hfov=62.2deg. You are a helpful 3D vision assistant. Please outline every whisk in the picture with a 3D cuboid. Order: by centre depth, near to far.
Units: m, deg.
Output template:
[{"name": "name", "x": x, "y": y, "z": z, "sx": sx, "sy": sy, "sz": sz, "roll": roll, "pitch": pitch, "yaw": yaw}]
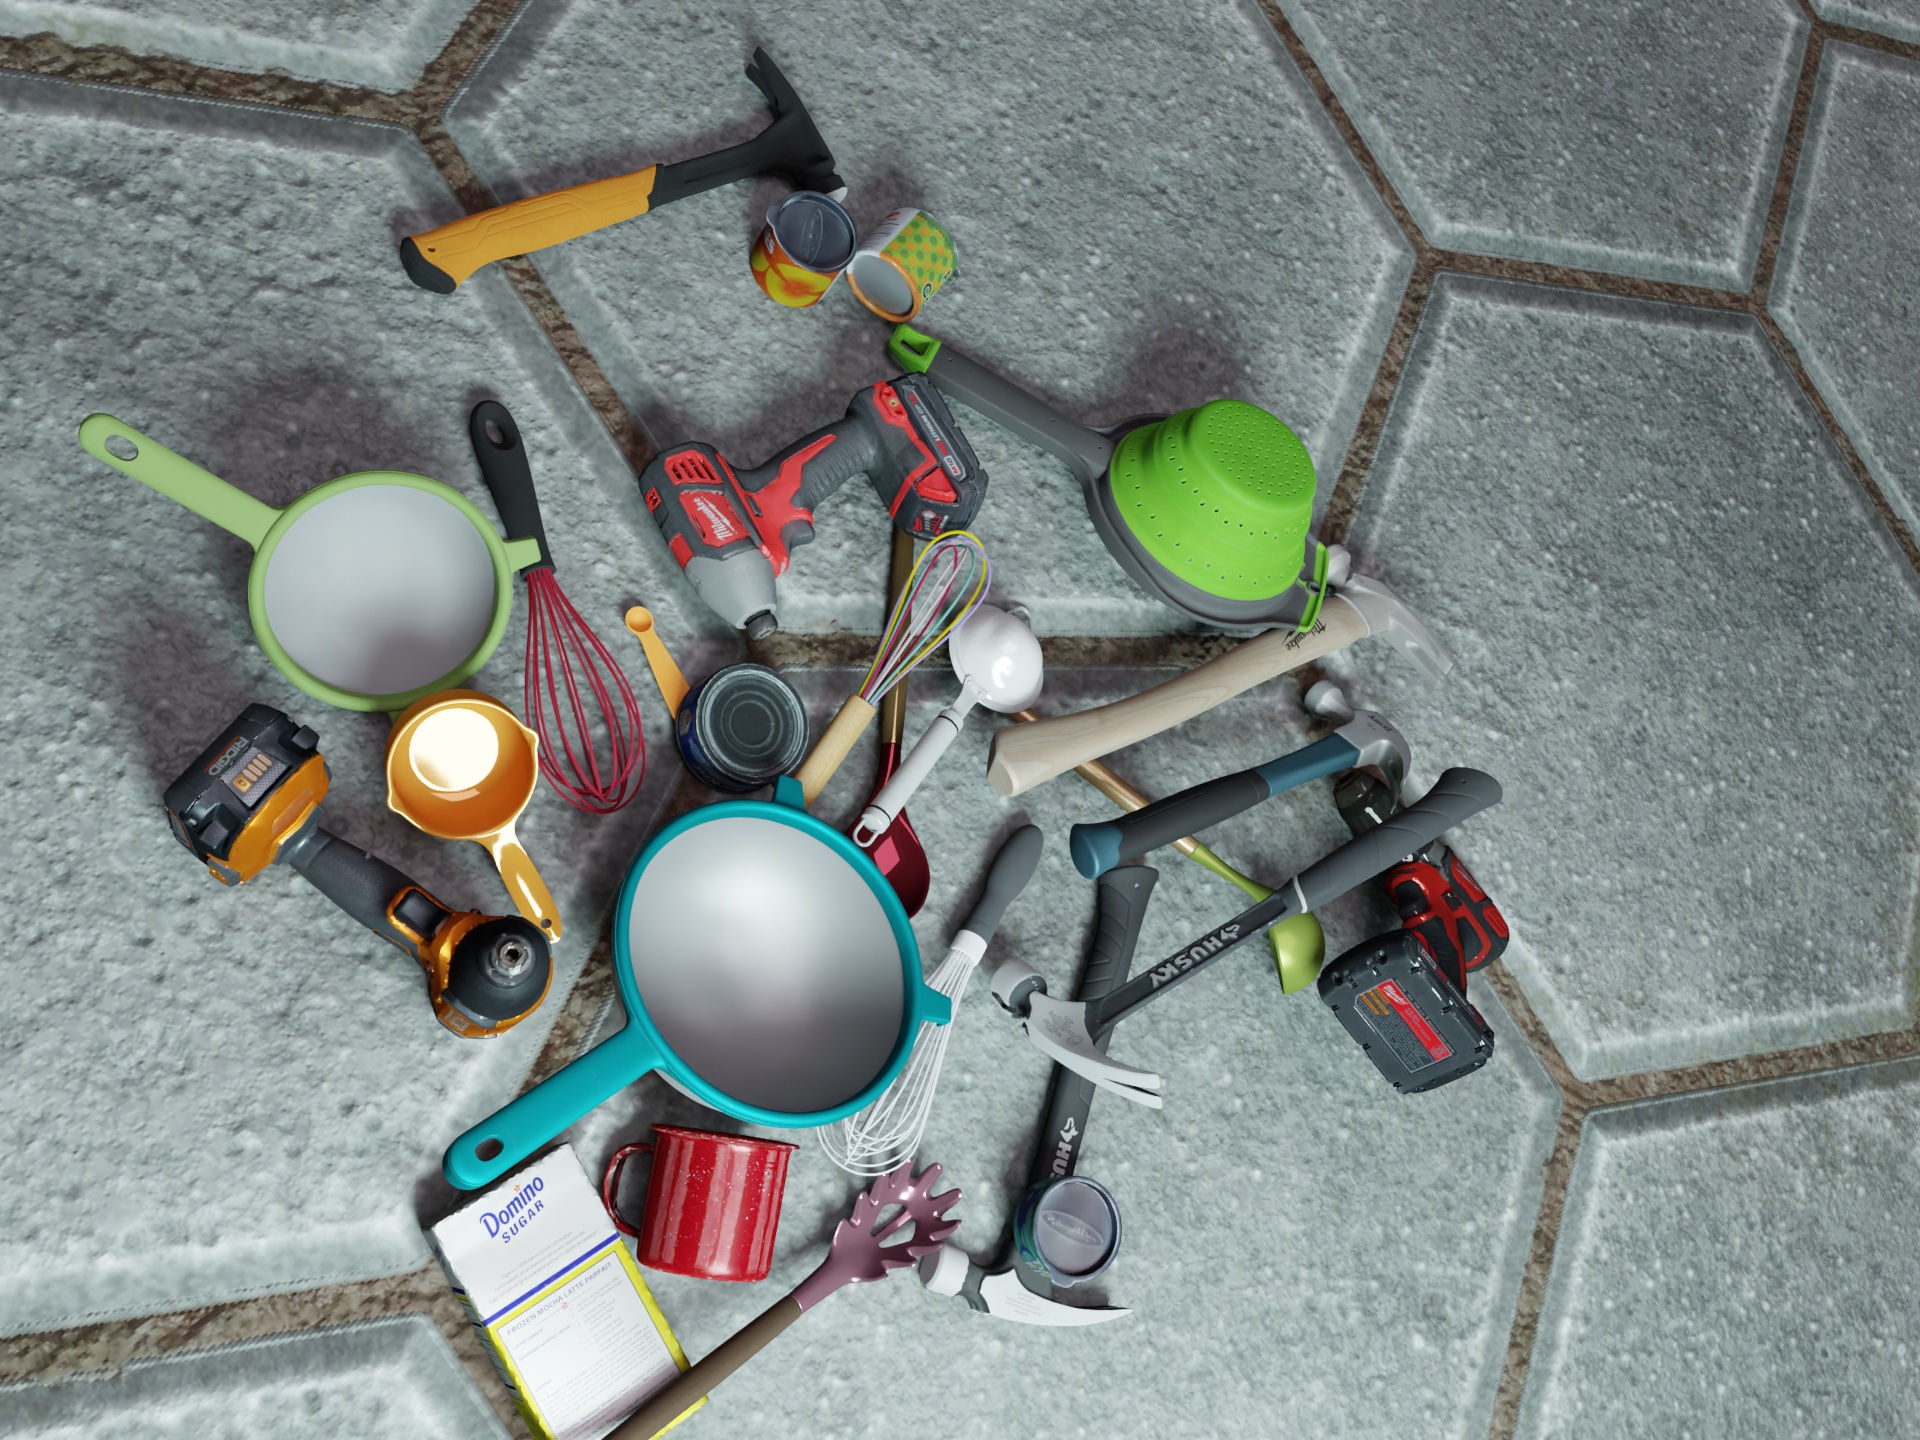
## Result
[{"name": "whisk", "x": -0.269, "y": -0.078, "z": 1.033, "sx": 0.073, "sy": 0.073, "sz": 0.296, "roll": -13, "pitch": 75, "yaw": -28}, {"name": "whisk", "x": -0.009, "y": 0.182, "z": 1.086, "sx": 0.070, "sy": 0.070, "sz": 0.285, "roll": 39, "pitch": 59, "yaw": -11}, {"name": "whisk", "x": -0.059, "y": -0.032, "z": 1.106, "sx": 0.245, "sy": 0.051, "sz": 0.047, "roll": -56, "pitch": 145, "yaw": -12}]

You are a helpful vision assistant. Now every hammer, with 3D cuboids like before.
[{"name": "hammer", "x": 0.227, "y": 0.133, "z": 1.117, "sx": 0.409, "sy": 0.149, "sz": 0.036, "roll": -26, "pitch": 128, "yaw": -22}, {"name": "hammer", "x": 0.087, "y": 0.255, "z": 1.120, "sx": 0.146, "sy": 0.035, "sz": 0.335, "roll": 26, "pitch": 66, "yaw": -17}, {"name": "hammer", "x": -0.245, "y": -0.383, "z": 1.141, "sx": 0.337, "sy": 0.034, "sz": 0.127, "roll": -30, "pitch": 91, "yaw": -29}, {"name": "hammer", "x": 0.210, "y": 0.051, "z": 1.183, "sx": 0.331, "sy": 0.033, "sz": 0.128, "roll": -18, "pitch": 45, "yaw": -34}, {"name": "hammer", "x": 0.196, "y": -0.022, "z": 1.211, "sx": 0.410, "sy": 0.038, "sz": 0.146, "roll": -23, "pitch": 60, "yaw": -30}]

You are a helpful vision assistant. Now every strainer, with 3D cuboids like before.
[{"name": "strainer", "x": -0.393, "y": -0.109, "z": 0.945, "sx": 0.256, "sy": 0.069, "sz": 0.151, "roll": 33, "pitch": 93, "yaw": -34}, {"name": "strainer", "x": -0.174, "y": 0.186, "z": 0.954, "sx": 0.340, "sy": 0.095, "sz": 0.211, "roll": -31, "pitch": 83, "yaw": -44}, {"name": "strainer", "x": -0.002, "y": -0.004, "z": 1.127, "sx": 0.086, "sy": 0.050, "sz": 0.258, "roll": 45, "pitch": 56, "yaw": -12}]

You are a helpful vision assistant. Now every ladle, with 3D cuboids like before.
[{"name": "ladle", "x": -0.049, "y": -0.007, "z": 1.134, "sx": 0.069, "sy": 0.031, "sz": 0.316, "roll": 11, "pitch": 69, "yaw": -21}, {"name": "ladle", "x": 0.145, "y": 0.089, "z": 1.191, "sx": 0.320, "sy": 0.078, "sz": 0.062, "roll": 38, "pitch": 101, "yaw": -3}]

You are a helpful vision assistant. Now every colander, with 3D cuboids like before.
[{"name": "colander", "x": 0.134, "y": -0.218, "z": 1.215, "sx": 0.397, "sy": 0.094, "sz": 0.205, "roll": 29, "pitch": 49, "yaw": -7}]

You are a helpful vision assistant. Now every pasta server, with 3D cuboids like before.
[{"name": "pasta server", "x": -0.118, "y": 0.364, "z": 0.954, "sx": 0.316, "sy": 0.040, "sz": 0.060, "roll": -26, "pitch": 70, "yaw": -43}]

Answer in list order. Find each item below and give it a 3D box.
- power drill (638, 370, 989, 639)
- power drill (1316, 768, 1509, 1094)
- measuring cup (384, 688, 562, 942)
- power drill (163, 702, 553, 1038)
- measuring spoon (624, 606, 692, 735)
[{"name": "power drill", "x": -0.099, "y": -0.149, "z": 1.114, "sx": 0.219, "sy": 0.078, "sz": 0.143, "roll": -25, "pitch": 78, "yaw": -24}, {"name": "power drill", "x": 0.337, "y": 0.151, "z": 1.208, "sx": 0.188, "sy": 0.080, "sz": 0.227, "roll": 51, "pitch": 33, "yaw": -6}, {"name": "measuring cup", "x": -0.293, "y": 0.060, "z": 0.989, "sx": 0.095, "sy": 0.052, "sz": 0.173, "roll": -28, "pitch": 115, "yaw": -15}, {"name": "power drill", "x": -0.328, "y": 0.093, "z": 0.894, "sx": 0.226, "sy": 0.164, "sz": 0.084, "roll": 39, "pitch": 63, "yaw": -9}, {"name": "measuring spoon", "x": -0.197, "y": -0.023, "z": 1.078, "sx": 0.021, "sy": 0.011, "sz": 0.117, "roll": -28, "pitch": 92, "yaw": -33}]
